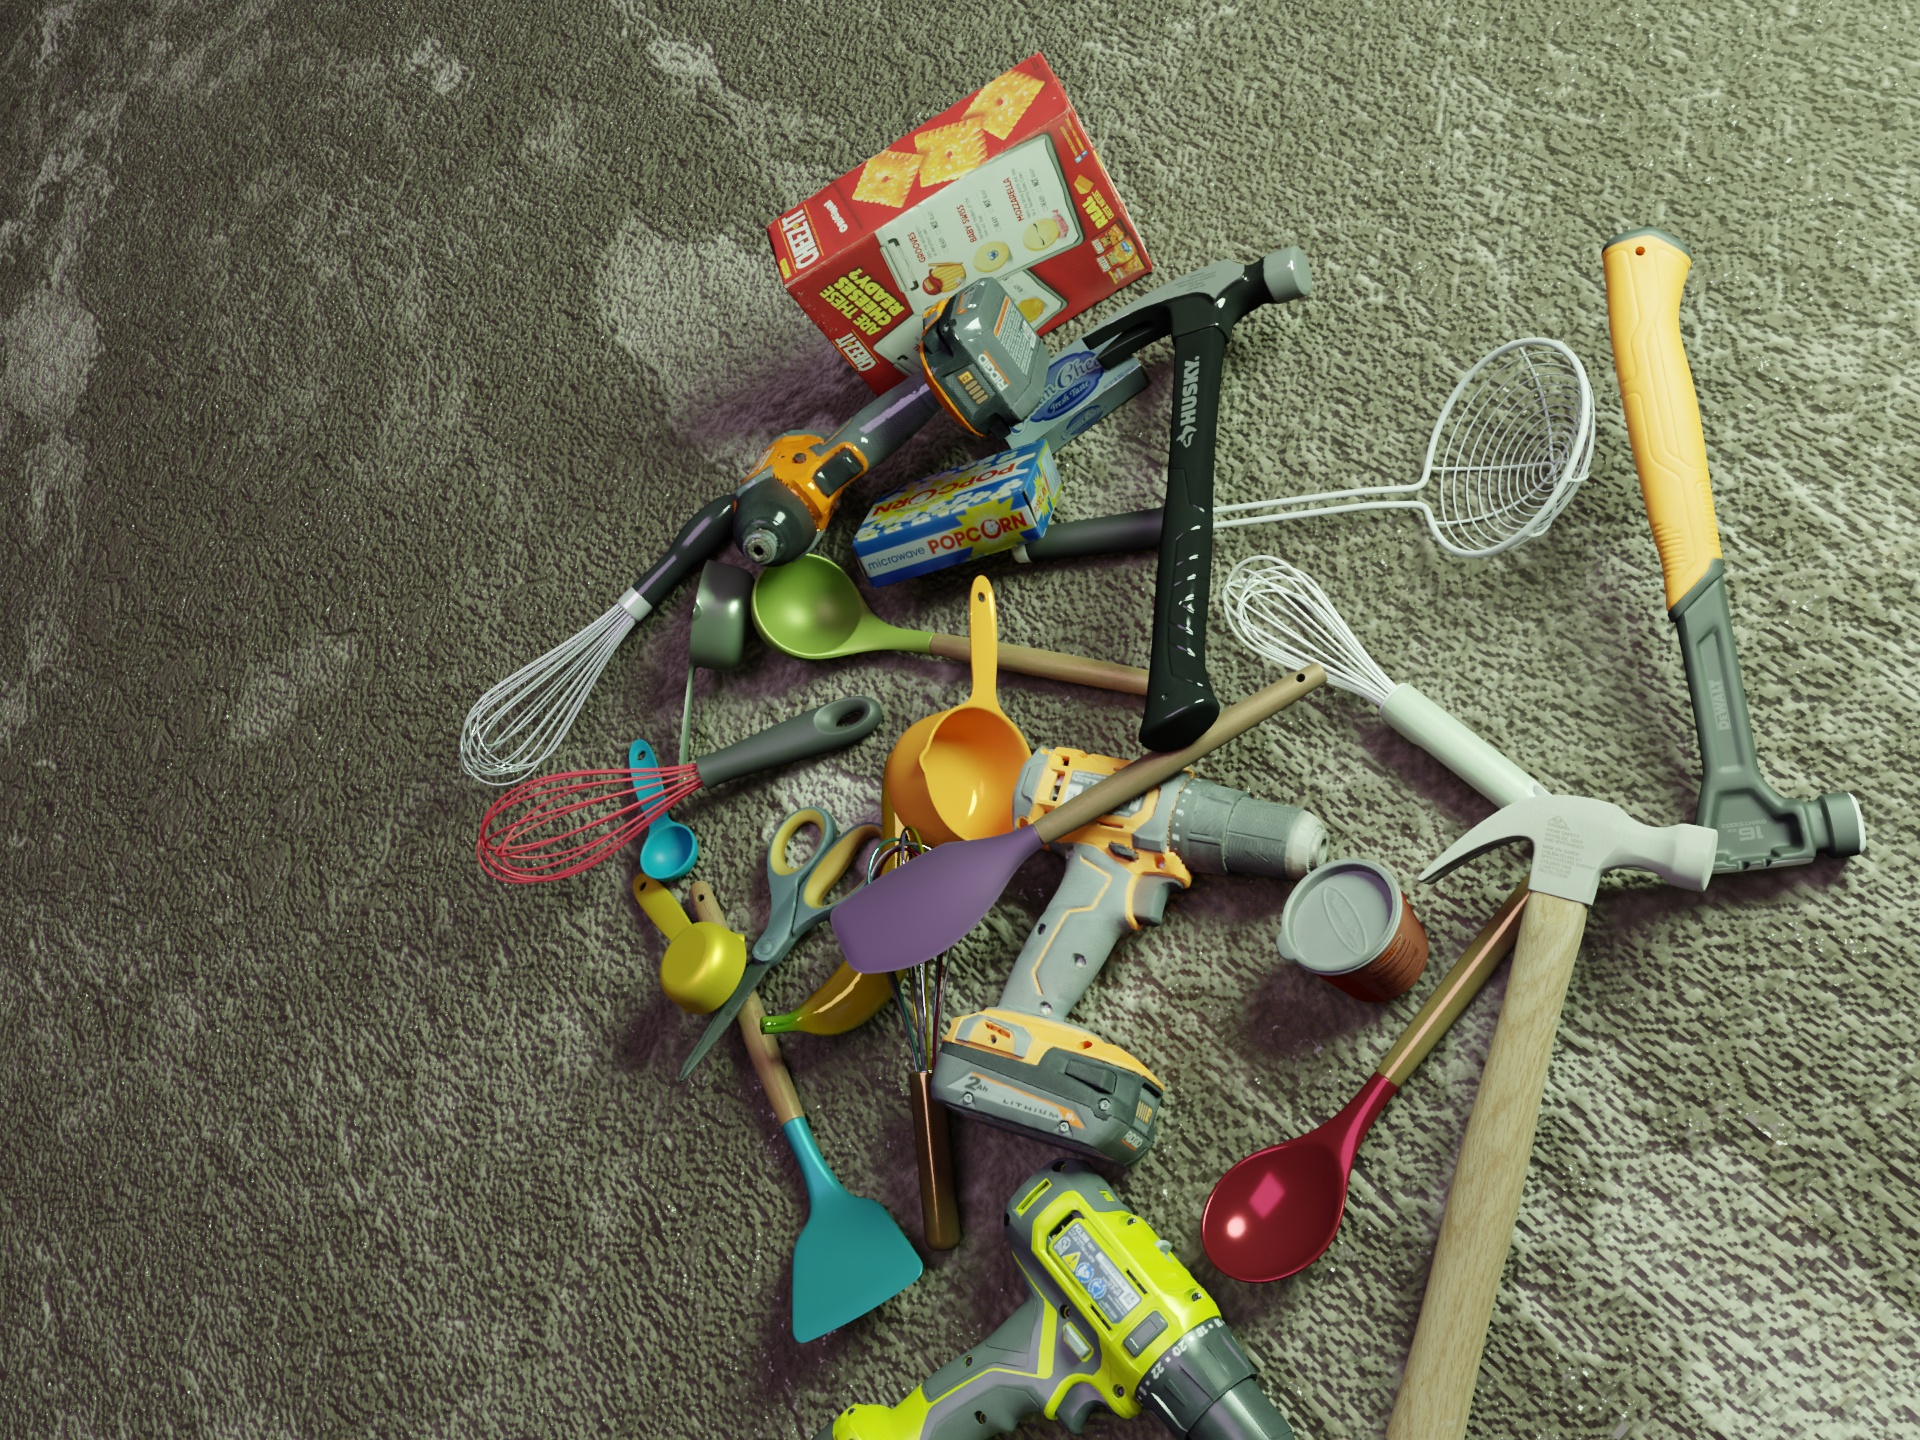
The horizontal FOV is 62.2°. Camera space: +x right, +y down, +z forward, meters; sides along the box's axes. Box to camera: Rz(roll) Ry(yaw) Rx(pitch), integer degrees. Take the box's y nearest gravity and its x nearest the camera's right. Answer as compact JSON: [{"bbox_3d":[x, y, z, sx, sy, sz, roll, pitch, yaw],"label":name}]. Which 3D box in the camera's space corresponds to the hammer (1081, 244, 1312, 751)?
[{"bbox_3d":[0.132,-0.134,0.949,0.146,0.035,0.335,-10,57,32],"label":"hammer"}]

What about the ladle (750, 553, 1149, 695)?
[{"bbox_3d":[0.003,-0.053,1.033,0.320,0.062,0.078,12,59,27],"label":"ladle"}]

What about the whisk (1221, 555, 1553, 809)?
[{"bbox_3d":[0.240,-0.015,0.906,0.247,0.057,0.059,44,127,31],"label":"whisk"}]

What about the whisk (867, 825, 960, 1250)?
[{"bbox_3d":[-0.022,0.183,0.930,0.047,0.051,0.245,-14,77,40],"label":"whisk"}]

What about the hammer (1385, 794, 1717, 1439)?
[{"bbox_3d":[0.265,0.197,0.783,0.130,0.031,0.331,14,85,30],"label":"hammer"}]

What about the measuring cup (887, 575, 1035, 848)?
[{"bbox_3d":[-0.002,-0.003,0.990,0.052,0.095,0.174,-19,63,48],"label":"measuring cup"}]

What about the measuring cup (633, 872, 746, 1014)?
[{"bbox_3d":[-0.191,0.136,1.044,0.062,0.029,0.157,-52,41,-1],"label":"measuring cup"}]

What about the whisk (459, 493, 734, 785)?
[{"bbox_3d":[-0.262,-0.062,1.173,0.284,0.070,0.070,-46,57,-3],"label":"whisk"}]

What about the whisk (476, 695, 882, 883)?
[{"bbox_3d":[-0.192,0.041,1.075,0.296,0.073,0.073,-20,61,4],"label":"whisk"}]

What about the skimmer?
[{"bbox_3d":[0.189,-0.142,0.954,0.363,0.090,0.127,-5,68,25],"label":"skimmer"}]

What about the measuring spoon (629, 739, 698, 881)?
[{"bbox_3d":[-0.211,0.064,1.118,0.042,0.021,0.129,-29,50,5],"label":"measuring spoon"}]

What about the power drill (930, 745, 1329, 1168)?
[{"bbox_3d":[0.096,0.130,0.899,0.185,0.084,0.226,9,69,29],"label":"power drill"}]

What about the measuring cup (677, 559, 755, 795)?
[{"bbox_3d":[-0.171,-0.028,1.115,0.038,0.083,0.167,8,91,-4],"label":"measuring cup"}]

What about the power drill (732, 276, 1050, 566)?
[{"bbox_3d":[-0.055,-0.184,1.046,0.226,0.084,0.164,-32,21,22],"label":"power drill"}]

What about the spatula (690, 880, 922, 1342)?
[{"bbox_3d":[-0.115,0.223,0.984,0.082,0.044,0.318,-29,57,0],"label":"spatula"}]

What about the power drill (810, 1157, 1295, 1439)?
[{"bbox_3d":[0.044,0.371,0.826,0.228,0.080,0.191,-45,57,1],"label":"power drill"}]

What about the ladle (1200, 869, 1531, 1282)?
[{"bbox_3d":[0.240,0.168,0.839,0.315,0.031,0.069,-51,45,-3],"label":"ladle"}]

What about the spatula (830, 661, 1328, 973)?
[{"bbox_3d":[0.068,0.053,0.900,0.316,0.018,0.060,-31,63,5],"label":"spatula"}]

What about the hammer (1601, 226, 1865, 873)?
[{"bbox_3d":[0.366,-0.089,0.821,0.127,0.034,0.337,-9,82,17],"label":"hammer"}]
